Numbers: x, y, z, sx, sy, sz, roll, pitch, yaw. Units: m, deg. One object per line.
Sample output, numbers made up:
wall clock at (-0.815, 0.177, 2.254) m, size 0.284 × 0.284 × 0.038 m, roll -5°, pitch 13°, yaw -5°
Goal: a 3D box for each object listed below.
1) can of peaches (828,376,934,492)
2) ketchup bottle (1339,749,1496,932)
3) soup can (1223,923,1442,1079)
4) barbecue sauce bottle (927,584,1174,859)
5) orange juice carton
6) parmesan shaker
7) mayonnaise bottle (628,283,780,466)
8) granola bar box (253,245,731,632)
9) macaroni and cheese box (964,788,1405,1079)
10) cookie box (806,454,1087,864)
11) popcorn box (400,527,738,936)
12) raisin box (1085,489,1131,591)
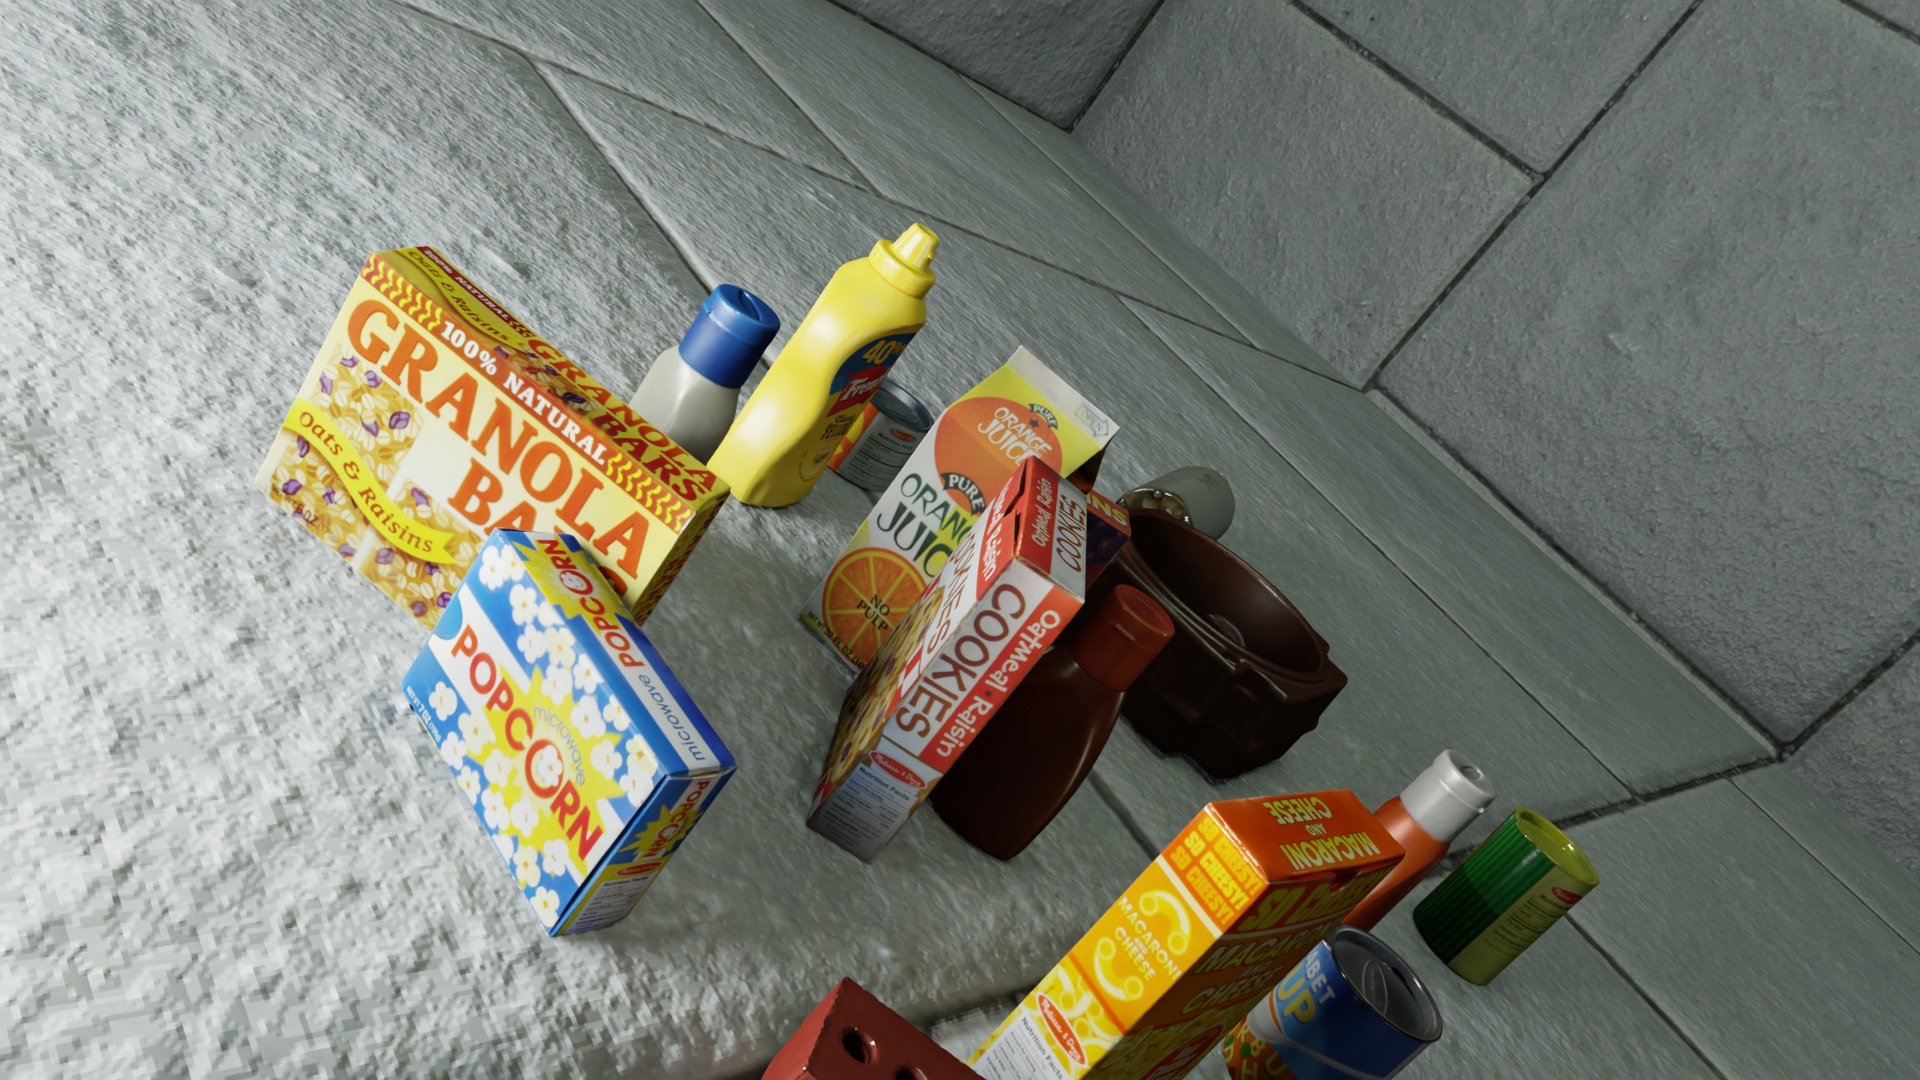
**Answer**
can of peaches at (-0.062, -0.077, 0.971) m, size 0.071 × 0.058 × 0.071 m, roll 31°, pitch 22°, yaw -14°
ketchup bottle at (0.238, 0.182, 0.784) m, size 0.065 × 0.148 × 0.043 m, roll 6°, pitch 37°, yaw -53°
soup can at (0.175, 0.236, 0.669) m, size 0.071 × 0.083 × 0.071 m, roll 31°, pitch 22°, yaw -14°
barbecue sauce bottle at (0.046, 0.087, 0.684) m, size 0.065 × 0.148 × 0.044 m, roll 41°, pitch 22°, yaw 10°
orange juice carton at (0.003, -0.009, 0.752) m, size 0.072 × 0.192 × 0.073 m, roll 43°, pitch 22°, yaw 15°
parmesan shaker at (0.357, 0.235, 0.920) m, size 0.071 × 0.102 × 0.071 m, roll 31°, pitch 22°, yaw -14°
mayonnaise bottle at (-0.142, -0.058, 0.690) m, size 0.041 × 0.147 × 0.065 m, roll 20°, pitch 27°, yaw -37°
granola bar box at (-0.193, -0.022, 0.572) m, size 0.165 × 0.123 × 0.039 m, roll 39°, pitch 21°, yaw 4°
macaroni and cheese box at (0.089, 0.172, 0.555) m, size 0.124 × 0.166 × 0.040 m, roll 9°, pitch 35°, yaw -50°
cookie box at (-0.004, 0.052, 0.653) m, size 0.040 × 0.167 × 0.123 m, roll 34°, pitch 22°, yaw -9°
popcorn box at (-0.148, 0.068, 0.514) m, size 0.127 × 0.085 × 0.038 m, roll 48°, pitch 24°, yaw 26°
raisin box at (0.033, 0.014, 0.845) m, size 0.086 × 0.123 × 0.040 m, roll 32°, pitch 22°, yaw -12°
